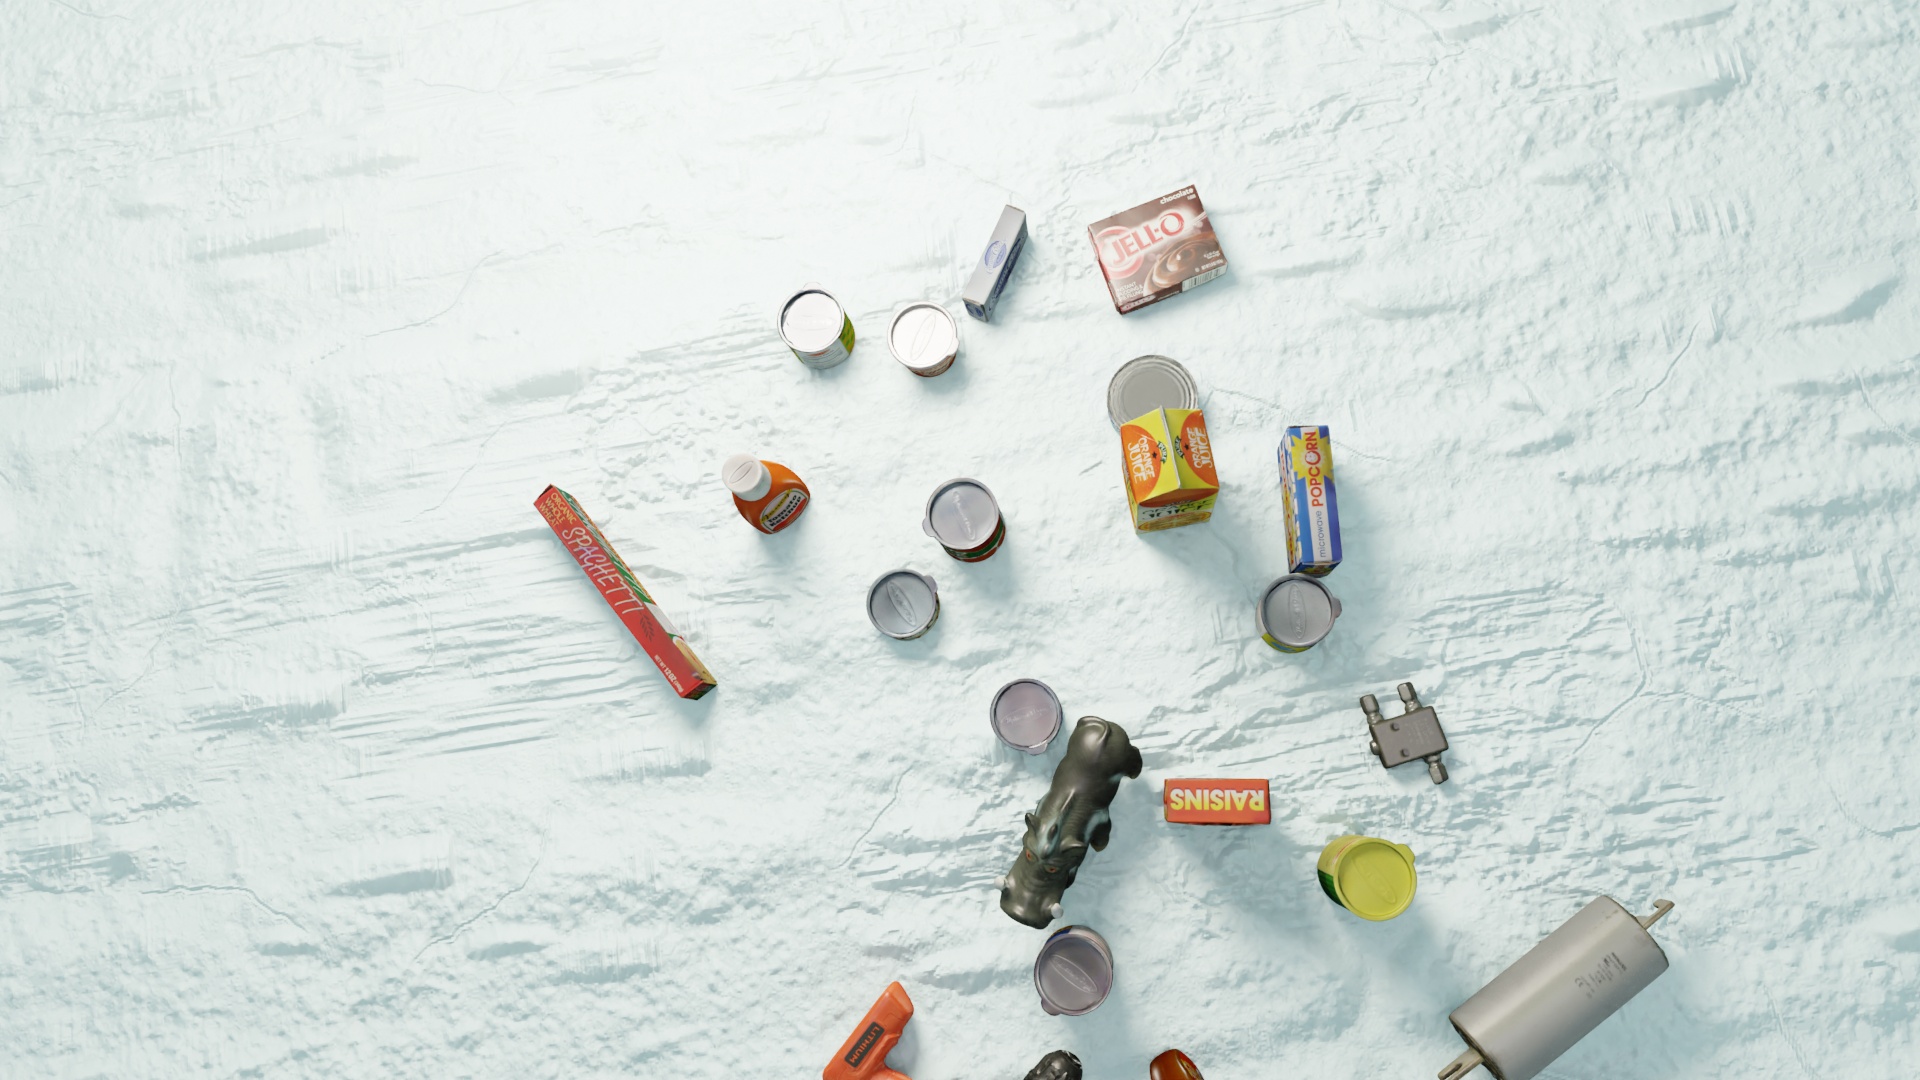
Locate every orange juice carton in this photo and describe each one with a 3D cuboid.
[{"bbox_3d":[0.182,-0.061,1.219,0.073,0.192,0.072,-11,79,5],"label":"orange juice carton"}]

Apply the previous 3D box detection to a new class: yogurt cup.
[{"bbox_3d":[-0.034,-0.191,1.340,0.072,0.054,0.072,-1,79,7],"label":"yogurt cup"}]

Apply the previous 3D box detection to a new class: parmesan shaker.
[{"bbox_3d":[0.346,0.283,1.180,0.071,0.103,0.071,-1,80,7],"label":"parmesan shaker"}]

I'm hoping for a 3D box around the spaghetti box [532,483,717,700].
[{"bbox_3d":[-0.322,0.049,1.330,0.029,0.050,0.250,-40,77,-1],"label":"spaghetti box"}]

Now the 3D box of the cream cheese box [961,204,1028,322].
[{"bbox_3d":[0.035,-0.268,1.347,0.024,0.053,0.104,23,83,10],"label":"cream cheese box"}]

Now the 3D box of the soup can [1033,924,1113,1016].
[{"bbox_3d":[0.097,0.372,1.202,0.071,0.083,0.071,-1,79,7],"label":"soup can"}]

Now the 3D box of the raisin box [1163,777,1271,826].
[{"bbox_3d":[0.218,0.224,1.196,0.086,0.123,0.040,0,80,7],"label":"raisin box"}]

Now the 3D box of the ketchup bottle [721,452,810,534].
[{"bbox_3d":[-0.183,-0.047,1.282,0.065,0.148,0.043,-44,78,-2],"label":"ketchup bottle"}]

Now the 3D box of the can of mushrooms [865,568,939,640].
[{"bbox_3d":[-0.051,0.059,1.305,0.071,0.033,0.071,-1,79,7],"label":"can of mushrooms"}]

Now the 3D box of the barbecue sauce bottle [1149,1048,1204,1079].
[{"bbox_3d":[0.183,0.463,1.141,0.044,0.148,0.065,-31,78,1],"label":"barbecue sauce bottle"}]

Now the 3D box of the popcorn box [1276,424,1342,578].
[{"bbox_3d":[0.314,-0.033,1.253,0.038,0.085,0.127,-4,79,6],"label":"popcorn box"}]

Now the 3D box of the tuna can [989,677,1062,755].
[{"bbox_3d":[0.062,0.163,1.272,0.071,0.033,0.071,-1,79,7],"label":"tuna can"}]

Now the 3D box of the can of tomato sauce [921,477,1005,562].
[{"bbox_3d":[0.005,-0.016,1.288,0.071,0.083,0.071,-1,79,7],"label":"can of tomato sauce"}]

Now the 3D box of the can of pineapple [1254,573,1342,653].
[{"bbox_3d":[0.302,0.067,1.249,0.071,0.058,0.071,-1,79,7],"label":"can of pineapple"}]

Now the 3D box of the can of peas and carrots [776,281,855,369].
[{"bbox_3d":[-0.140,-0.208,1.354,0.071,0.058,0.071,-1,79,7],"label":"can of peas and carrots"}]
